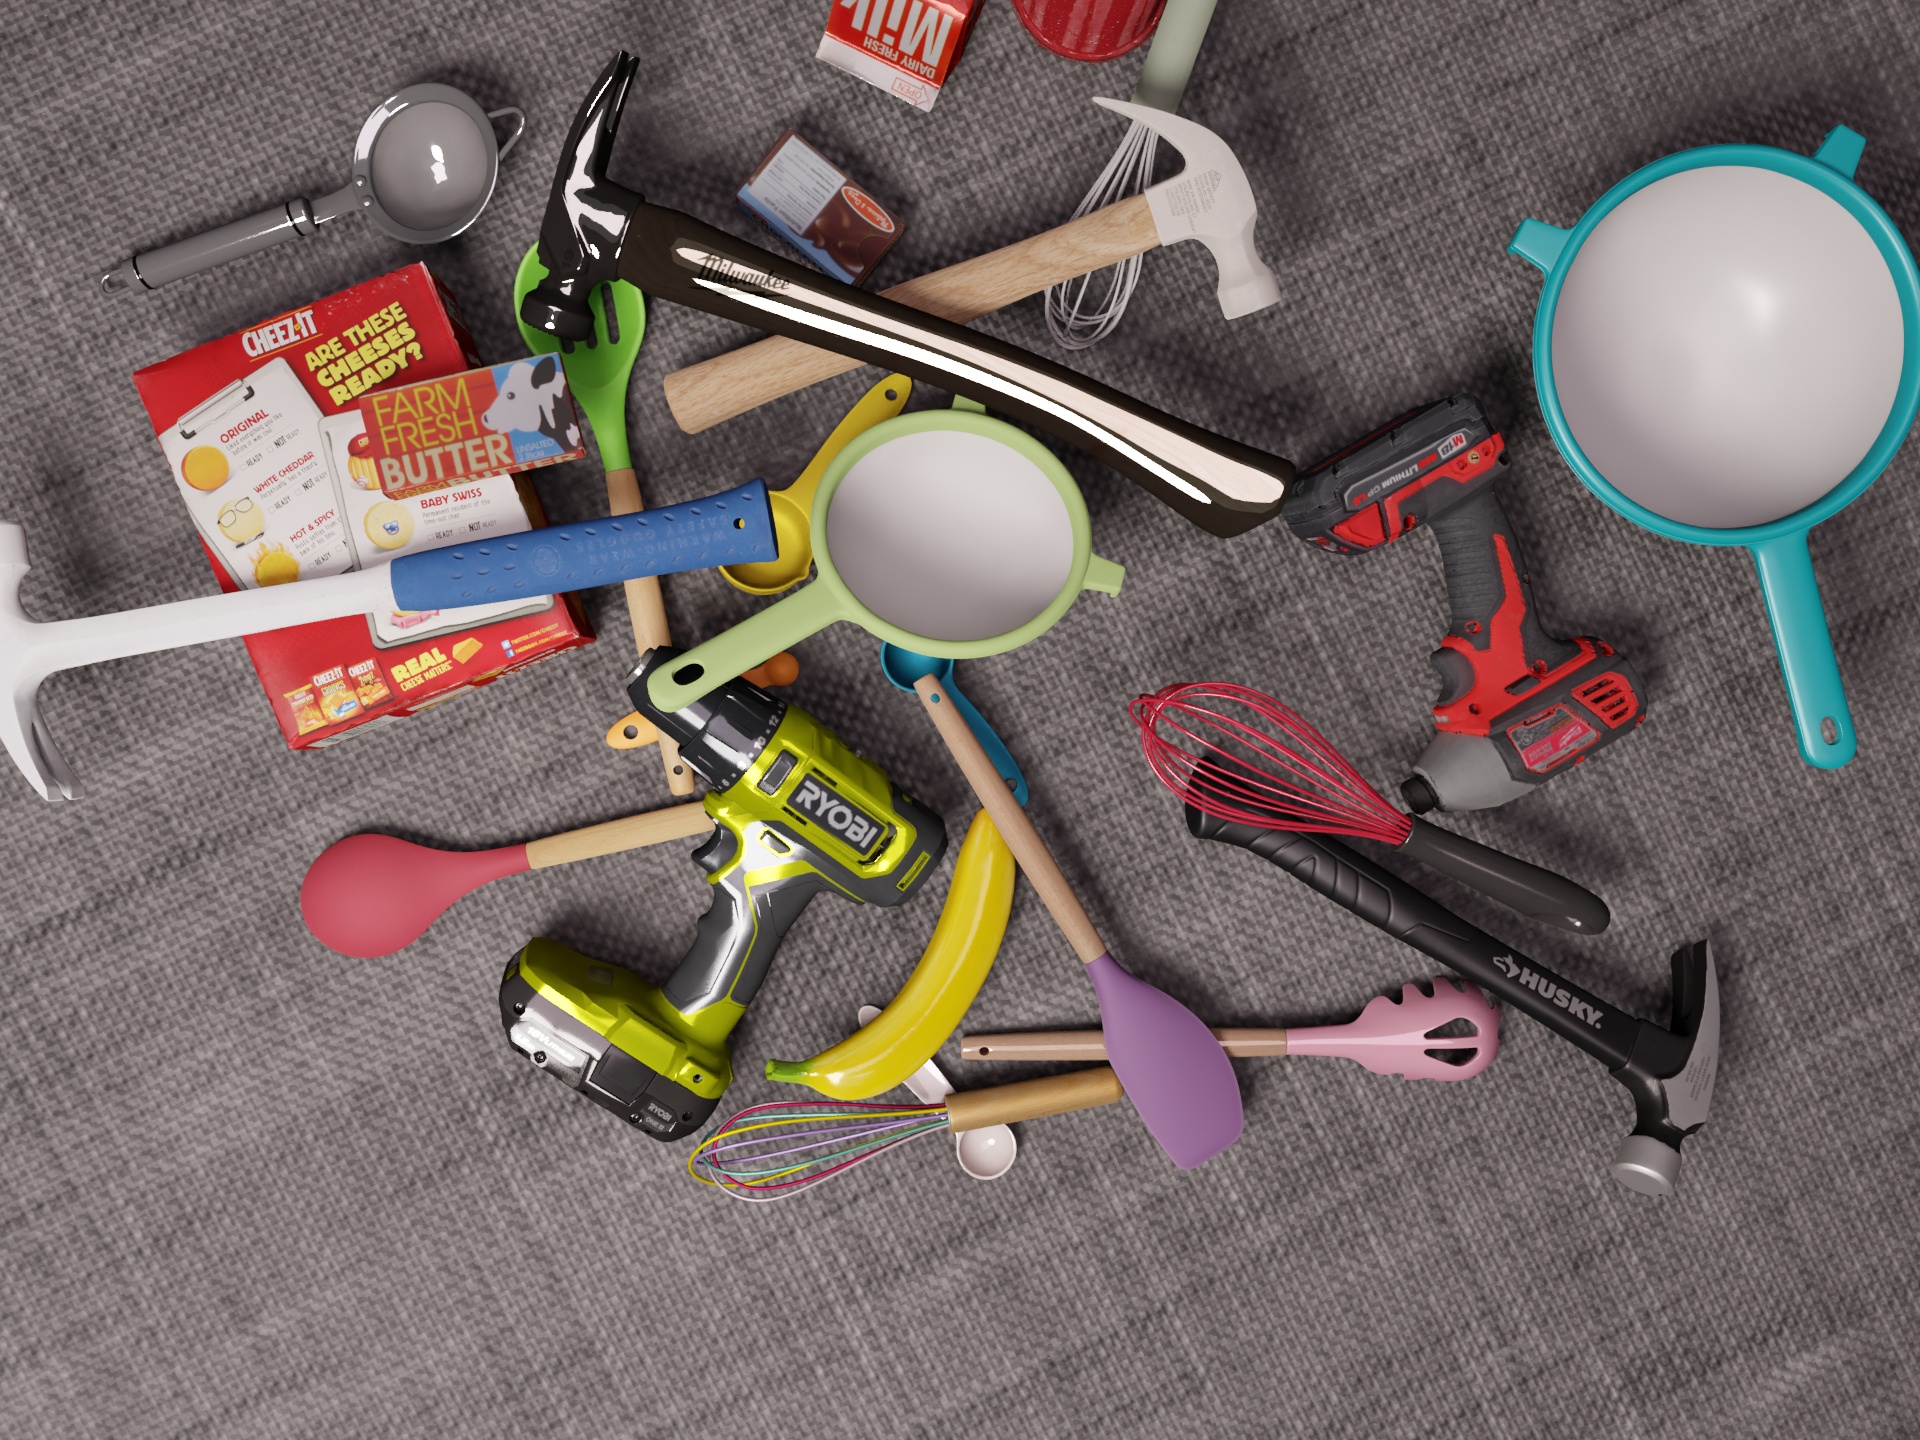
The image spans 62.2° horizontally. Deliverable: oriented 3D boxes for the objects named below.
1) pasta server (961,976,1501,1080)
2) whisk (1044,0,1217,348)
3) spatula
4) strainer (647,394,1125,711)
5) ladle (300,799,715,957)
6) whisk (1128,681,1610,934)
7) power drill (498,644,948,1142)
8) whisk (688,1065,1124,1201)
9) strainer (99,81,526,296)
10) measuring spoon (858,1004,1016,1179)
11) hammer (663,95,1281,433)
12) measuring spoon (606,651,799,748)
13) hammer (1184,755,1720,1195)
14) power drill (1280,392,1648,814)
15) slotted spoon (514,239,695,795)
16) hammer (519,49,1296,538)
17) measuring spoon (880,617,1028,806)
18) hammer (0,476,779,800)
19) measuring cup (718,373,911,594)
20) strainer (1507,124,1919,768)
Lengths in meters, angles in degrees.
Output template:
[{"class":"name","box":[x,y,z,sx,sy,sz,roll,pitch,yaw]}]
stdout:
[{"class":"pasta server","box":[0.158,0.184,0.917,0.316,0.040,0.060,-1,92,1]},{"class":"whisk","box":[0.101,-0.319,0.857,0.059,0.058,0.246,2,117,-41]},{"class":"spatula","box":[0.064,0.109,0.886,0.060,0.018,0.316,-33,94,-4]},{"class":"strainer","box":[-0.051,-0.064,0.852,0.256,0.069,0.152,-31,73,-17]},{"class":"ladle","box":[-0.215,0.071,0.891,0.315,0.031,0.069,-13,92,-4]},{"class":"whisk","box":[0.224,0.053,0.867,0.295,0.073,0.073,24,90,-6]},{"class":"power drill","box":[-0.144,0.090,0.855,0.190,0.080,0.228,37,91,-15]},{"class":"whisk","box":[-0.029,0.225,0.885,0.245,0.051,0.047,-8,103,-9]},{"class":"strainer","box":[-0.350,-0.278,0.866,0.258,0.050,0.087,-18,87,3]},{"class":"measuring spoon","box":[-0.016,0.211,0.914,0.034,0.018,0.124,-42,87,-8]},{"class":"hammer","box":[-0.006,-0.229,0.852,0.331,0.031,0.130,-18,104,11]},{"class":"measuring spoon","box":[-0.146,-0.010,0.898,0.117,0.011,0.021,-23,93,-2]},{"class":"hammer","box":[0.275,0.117,0.900,0.335,0.035,0.146,31,64,3]},{"class":"power drill","box":[0.274,-0.058,0.892,0.143,0.078,0.219,-30,96,-2]},{"class":"slotted spoon","box":[-0.186,-0.112,0.882,0.070,0.031,0.314,-12,92,-3]},{"class":"hammer","box":[-0.017,-0.203,0.827,0.410,0.038,0.146,21,107,-1]},{"class":"measuring spoon","box":[-0.001,-0.003,0.908,0.042,0.021,0.128,-37,102,-7]},{"class":"hammer","box":[-0.294,-0.060,0.802,0.405,0.035,0.144,-10,91,-1]},{"class":"measuring cup","box":[-0.080,-0.135,0.897,0.062,0.029,0.156,40,77,-4]},{"class":"strainer","box":[0.427,-0.140,0.888,0.211,0.095,0.340,-17,95,0]}]
